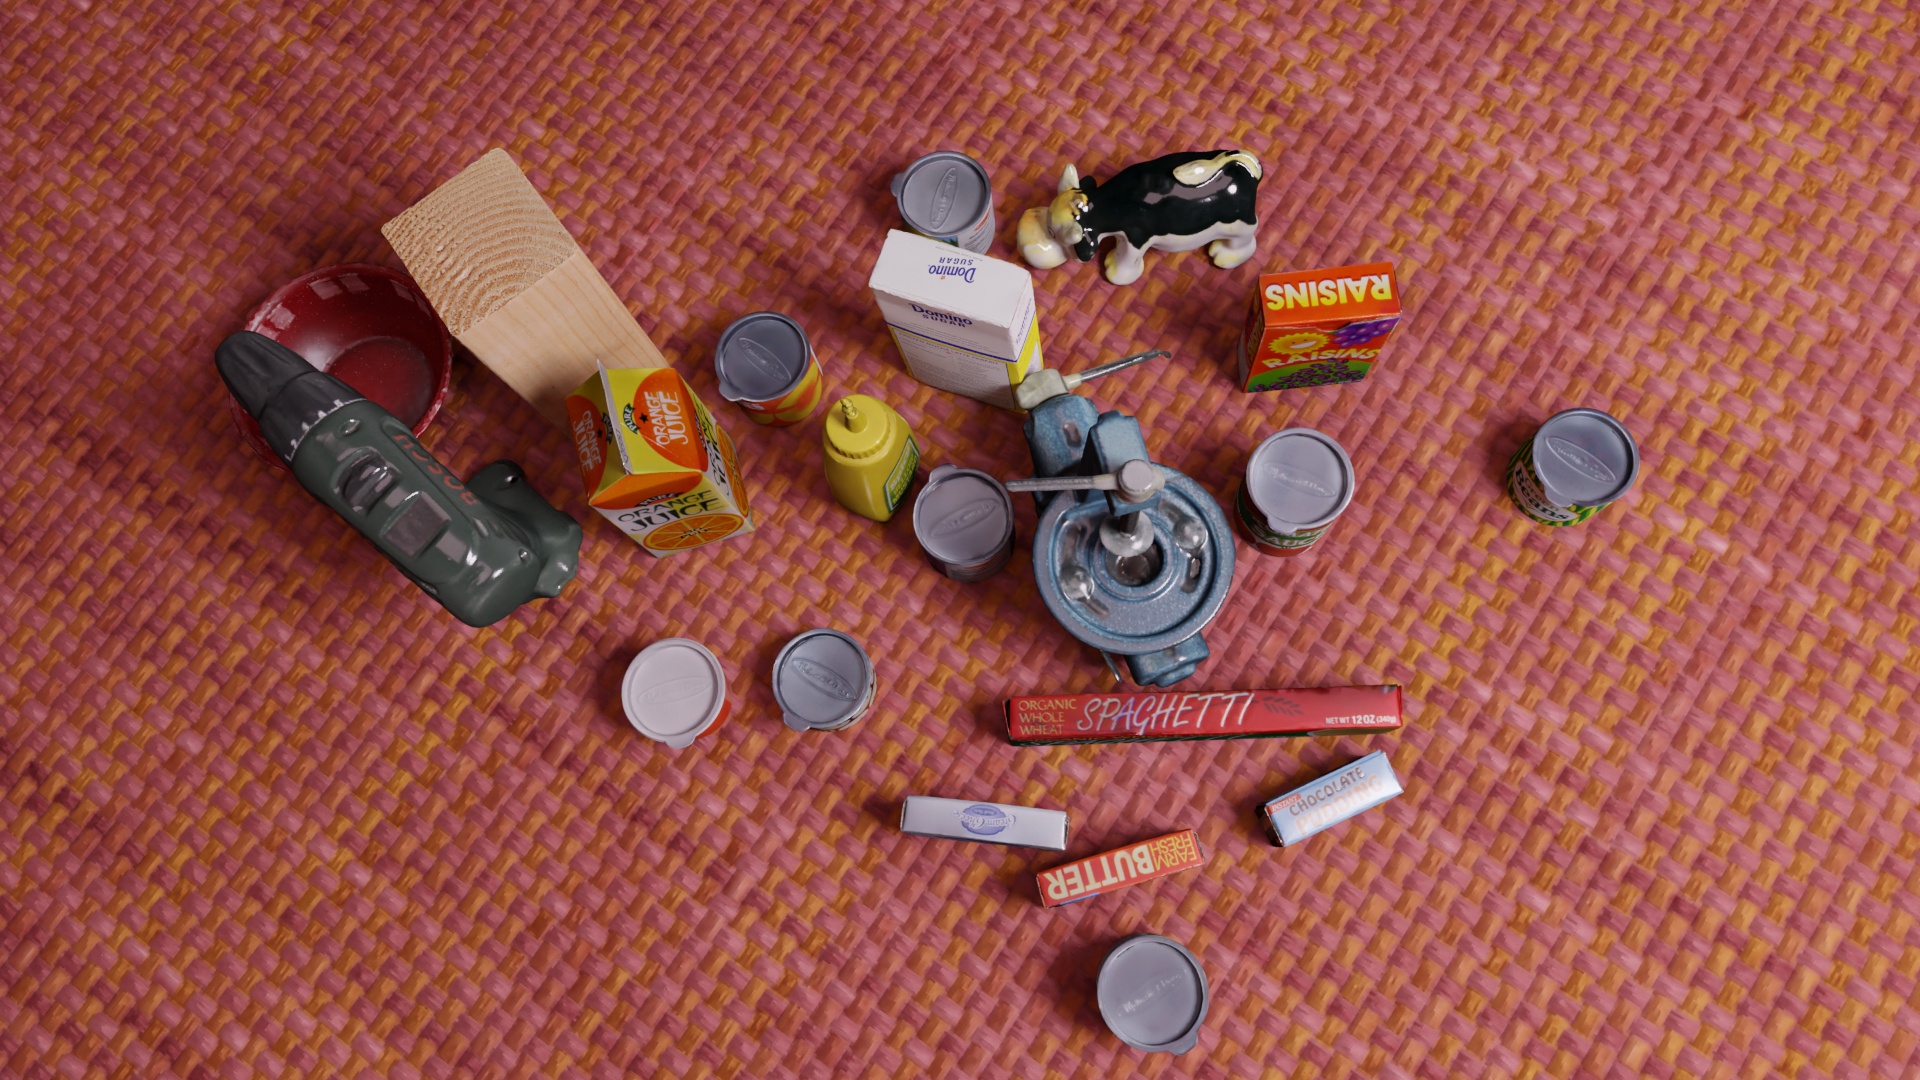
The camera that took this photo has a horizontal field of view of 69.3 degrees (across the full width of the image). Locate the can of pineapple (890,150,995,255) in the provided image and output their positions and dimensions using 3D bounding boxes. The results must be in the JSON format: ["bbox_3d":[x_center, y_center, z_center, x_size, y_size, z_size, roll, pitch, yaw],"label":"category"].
[{"bbox_3d":[-0.011,-0.235,0.988,0.071,0.057,0.071,-1,76,4],"label":"can of pineapple"}]

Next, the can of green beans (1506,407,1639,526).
[{"bbox_3d":[0.399,-0.047,0.910,0.071,0.057,0.071,-1,76,4],"label":"can of green beans"}]

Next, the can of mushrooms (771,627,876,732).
[{"bbox_3d":[-0.091,0.095,0.923,0.071,0.033,0.071,-1,76,4],"label":"can of mushrooms"}]

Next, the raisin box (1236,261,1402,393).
[{"bbox_3d":[0.231,-0.137,0.912,0.086,0.123,0.040,-5,76,3],"label":"raisin box"}]

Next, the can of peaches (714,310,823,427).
[{"bbox_3d":[-0.134,-0.117,0.968,0.071,0.058,0.071,-1,76,4],"label":"can of peaches"}]

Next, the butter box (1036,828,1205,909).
[{"bbox_3d":[0.099,0.206,0.871,0.103,0.053,0.024,-16,76,0],"label":"butter box"}]

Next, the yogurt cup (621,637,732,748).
[{"bbox_3d":[-0.183,0.102,0.918,0.072,0.054,0.072,-1,76,4],"label":"yogurt cup"}]

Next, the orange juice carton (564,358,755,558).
[{"bbox_3d":[-0.193,-0.051,0.886,0.073,0.192,0.072,-16,76,0],"label":"orange juice carton"}]

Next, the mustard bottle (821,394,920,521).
[{"bbox_3d":[-0.060,-0.059,0.895,0.049,0.160,0.065,23,79,9],"label":"mustard bottle"}]

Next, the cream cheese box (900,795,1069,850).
[{"bbox_3d":[0.017,0.180,0.883,0.104,0.053,0.024,5,77,6],"label":"cream cheese box"}]

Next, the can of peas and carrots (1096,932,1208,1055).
[{"bbox_3d":[0.118,0.277,0.849,0.071,0.058,0.071,-1,76,4],"label":"can of peas and carrots"}]

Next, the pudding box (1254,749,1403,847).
[{"bbox_3d":[0.231,0.163,0.874,0.084,0.049,0.030,-24,76,-2],"label":"pudding box"}]

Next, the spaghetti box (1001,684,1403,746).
[{"bbox_3d":[0.152,0.113,0.892,0.250,0.050,0.029,-2,76,4],"label":"spaghetti box"}]

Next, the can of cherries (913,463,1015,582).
[{"bbox_3d":[0.003,-0.012,0.930,0.071,0.058,0.071,-1,76,4],"label":"can of cherries"}]

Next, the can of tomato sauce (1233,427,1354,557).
[{"bbox_3d":[0.215,-0.028,0.906,0.071,0.083,0.071,-1,76,4],"label":"can of tomato sauce"}]
